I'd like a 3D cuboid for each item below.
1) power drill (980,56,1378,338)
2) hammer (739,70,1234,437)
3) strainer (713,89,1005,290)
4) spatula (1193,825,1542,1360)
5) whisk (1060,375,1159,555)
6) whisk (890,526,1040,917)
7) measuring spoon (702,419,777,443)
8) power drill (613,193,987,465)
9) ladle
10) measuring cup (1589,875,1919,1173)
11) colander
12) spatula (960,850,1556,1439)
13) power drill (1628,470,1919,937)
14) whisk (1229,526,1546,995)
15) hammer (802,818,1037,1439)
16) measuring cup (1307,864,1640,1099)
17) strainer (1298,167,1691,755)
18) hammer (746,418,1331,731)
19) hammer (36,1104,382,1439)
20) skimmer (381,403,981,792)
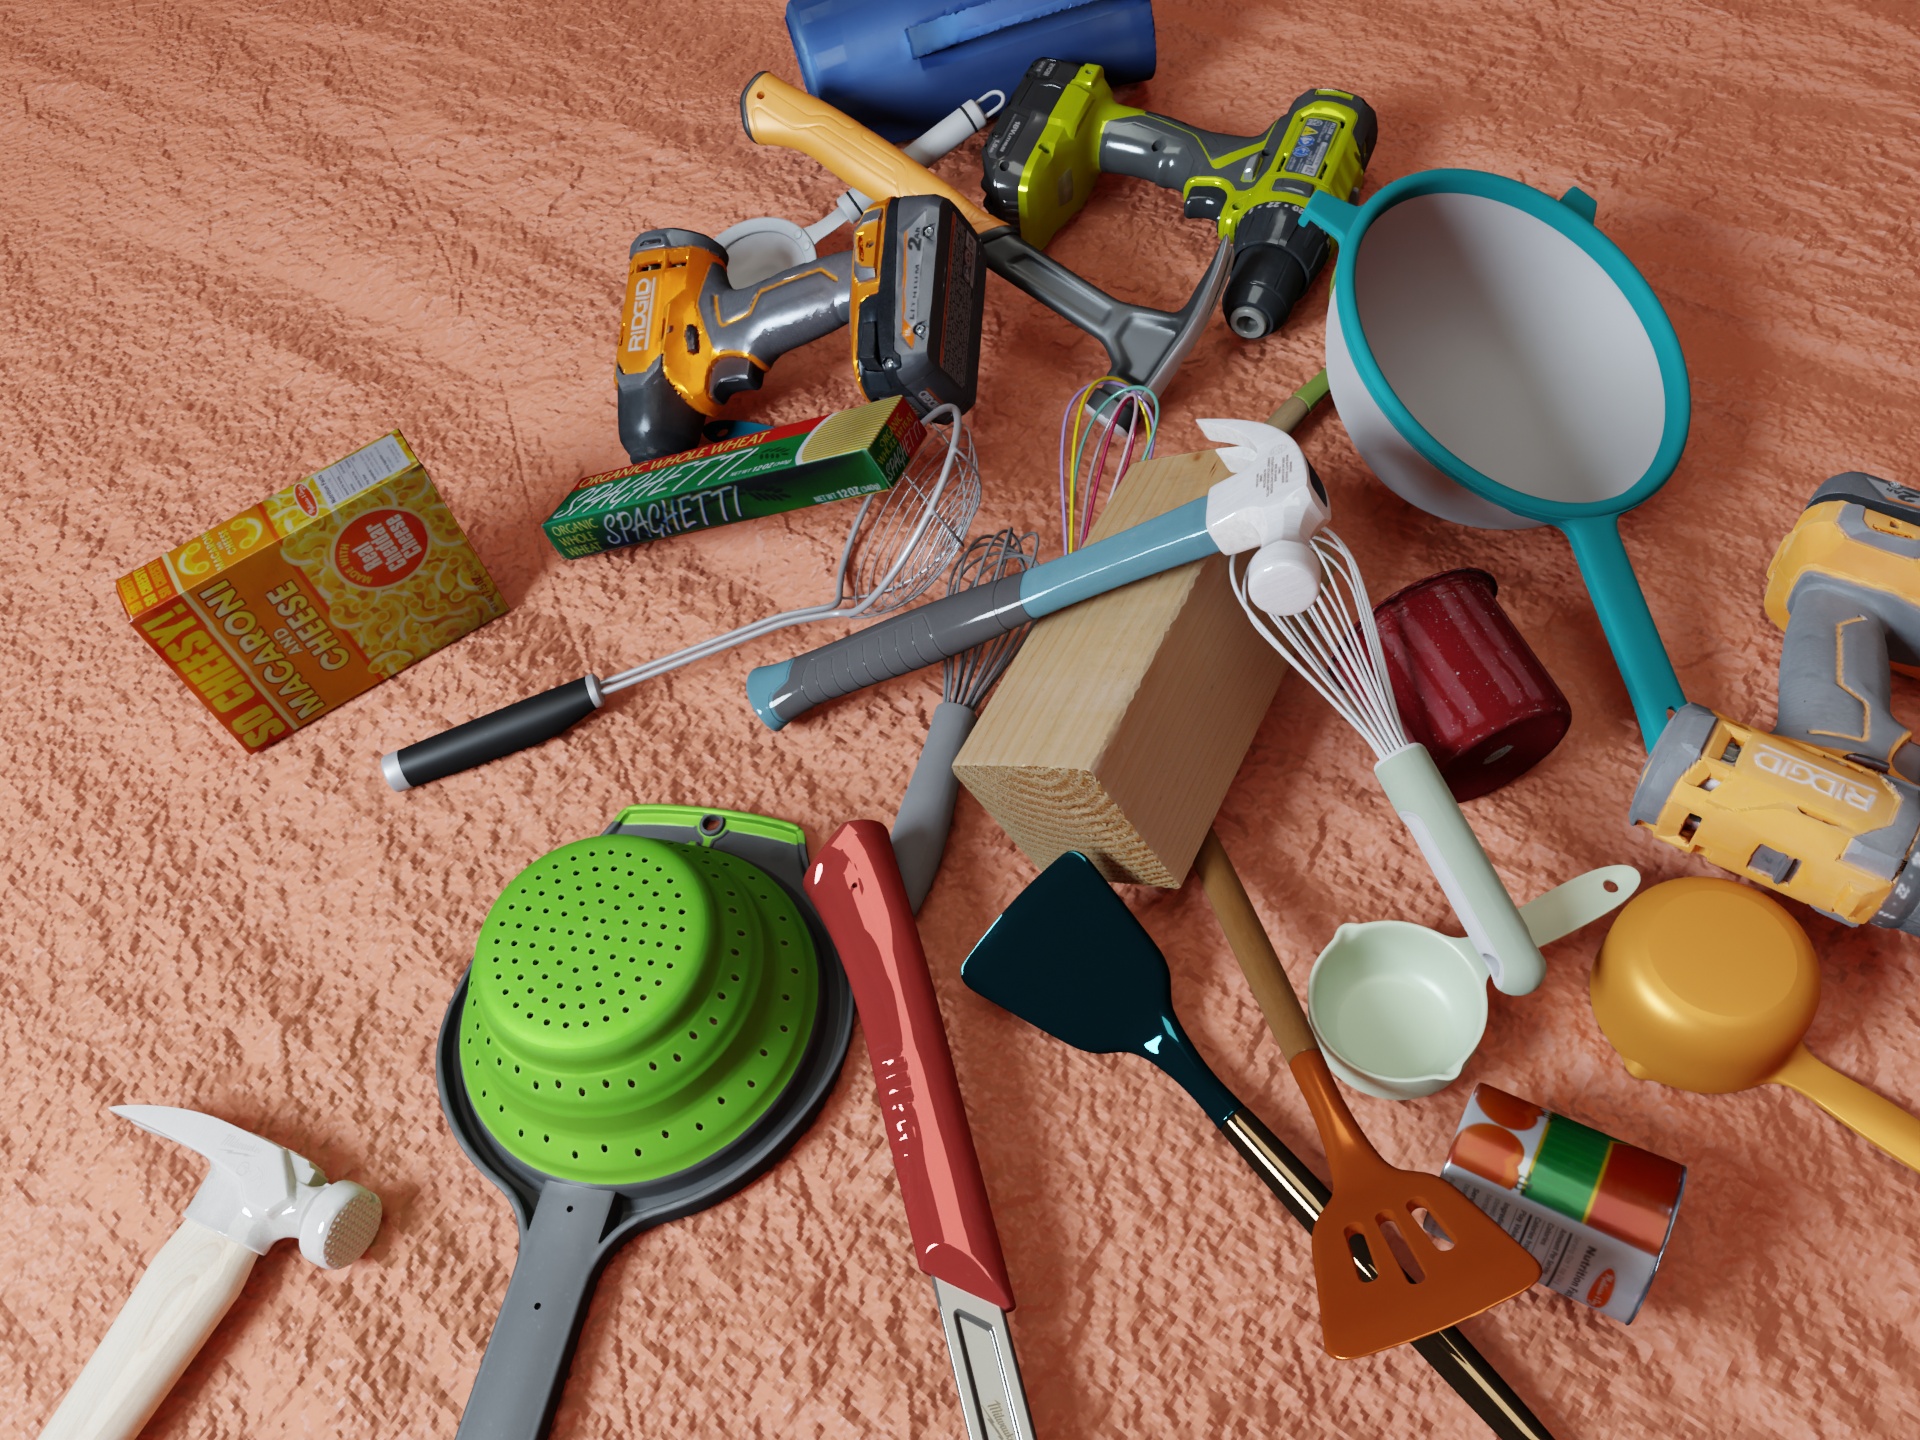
[{"bbox_3d":[0.133,-0.334,1.012,0.228,0.080,0.191,17,62,17],"label":"power drill"},{"bbox_3d":[0.002,-0.312,0.971,0.337,0.034,0.127,36,98,16],"label":"hammer"},{"bbox_3d":[-0.076,-0.325,1.030,0.258,0.050,0.087,-35,65,7],"label":"strainer"},{"bbox_3d":[0.137,0.121,0.679,0.081,0.041,0.323,-23,41,4],"label":"spatula"},{"bbox_3d":[0.069,-0.078,0.851,0.051,0.047,0.245,2,68,27],"label":"whisk"},{"bbox_3d":[0.000,-0.002,0.826,0.055,0.055,0.239,9,62,15],"label":"whisk"},{"bbox_3d":[-0.106,-0.164,0.975,0.129,0.021,0.042,17,62,30],"label":"measuring spoon"},{"bbox_3d":[-0.105,-0.218,0.940,0.226,0.084,0.164,-1,76,24],"label":"power drill"},{"bbox_3d":[0.173,-0.172,0.907,0.320,0.062,0.078,-47,34,-17],"label":"ladle"},{"bbox_3d":[0.352,0.133,0.667,0.095,0.052,0.174,-42,57,-18],"label":"measuring cup"},{"bbox_3d":[-0.174,0.188,0.694,0.204,0.094,0.397,5,57,13],"label":"colander"},{"bbox_3d":[0.129,0.189,0.673,0.082,0.044,0.318,-48,61,6],"label":"spatula"},{"bbox_3d":[0.429,0.002,0.714,0.185,0.084,0.226,27,57,23],"label":"power drill"},{"bbox_3d":[0.192,0.010,0.715,0.059,0.057,0.246,-22,70,-7],"label":"whisk"},{"bbox_3d":[0.003,0.201,0.675,0.149,0.036,0.359,-16,60,-1],"label":"hammer"},{"bbox_3d":[0.232,0.112,0.713,0.167,0.038,0.083,-25,56,-10],"label":"measuring cup"},{"bbox_3d":[0.291,-0.123,0.838,0.211,0.095,0.341,-9,73,-23],"label":"strainer"},{"bbox_3d":[0.023,-0.056,0.774,0.331,0.033,0.128,-19,39,32],"label":"hammer"},{"bbox_3d":[-0.412,0.358,0.654,0.146,0.038,0.411,16,60,21],"label":"hammer"},{"bbox_3d":[-0.154,-0.064,0.866,0.363,0.090,0.127,-22,25,-3],"label":"skimmer"}]
